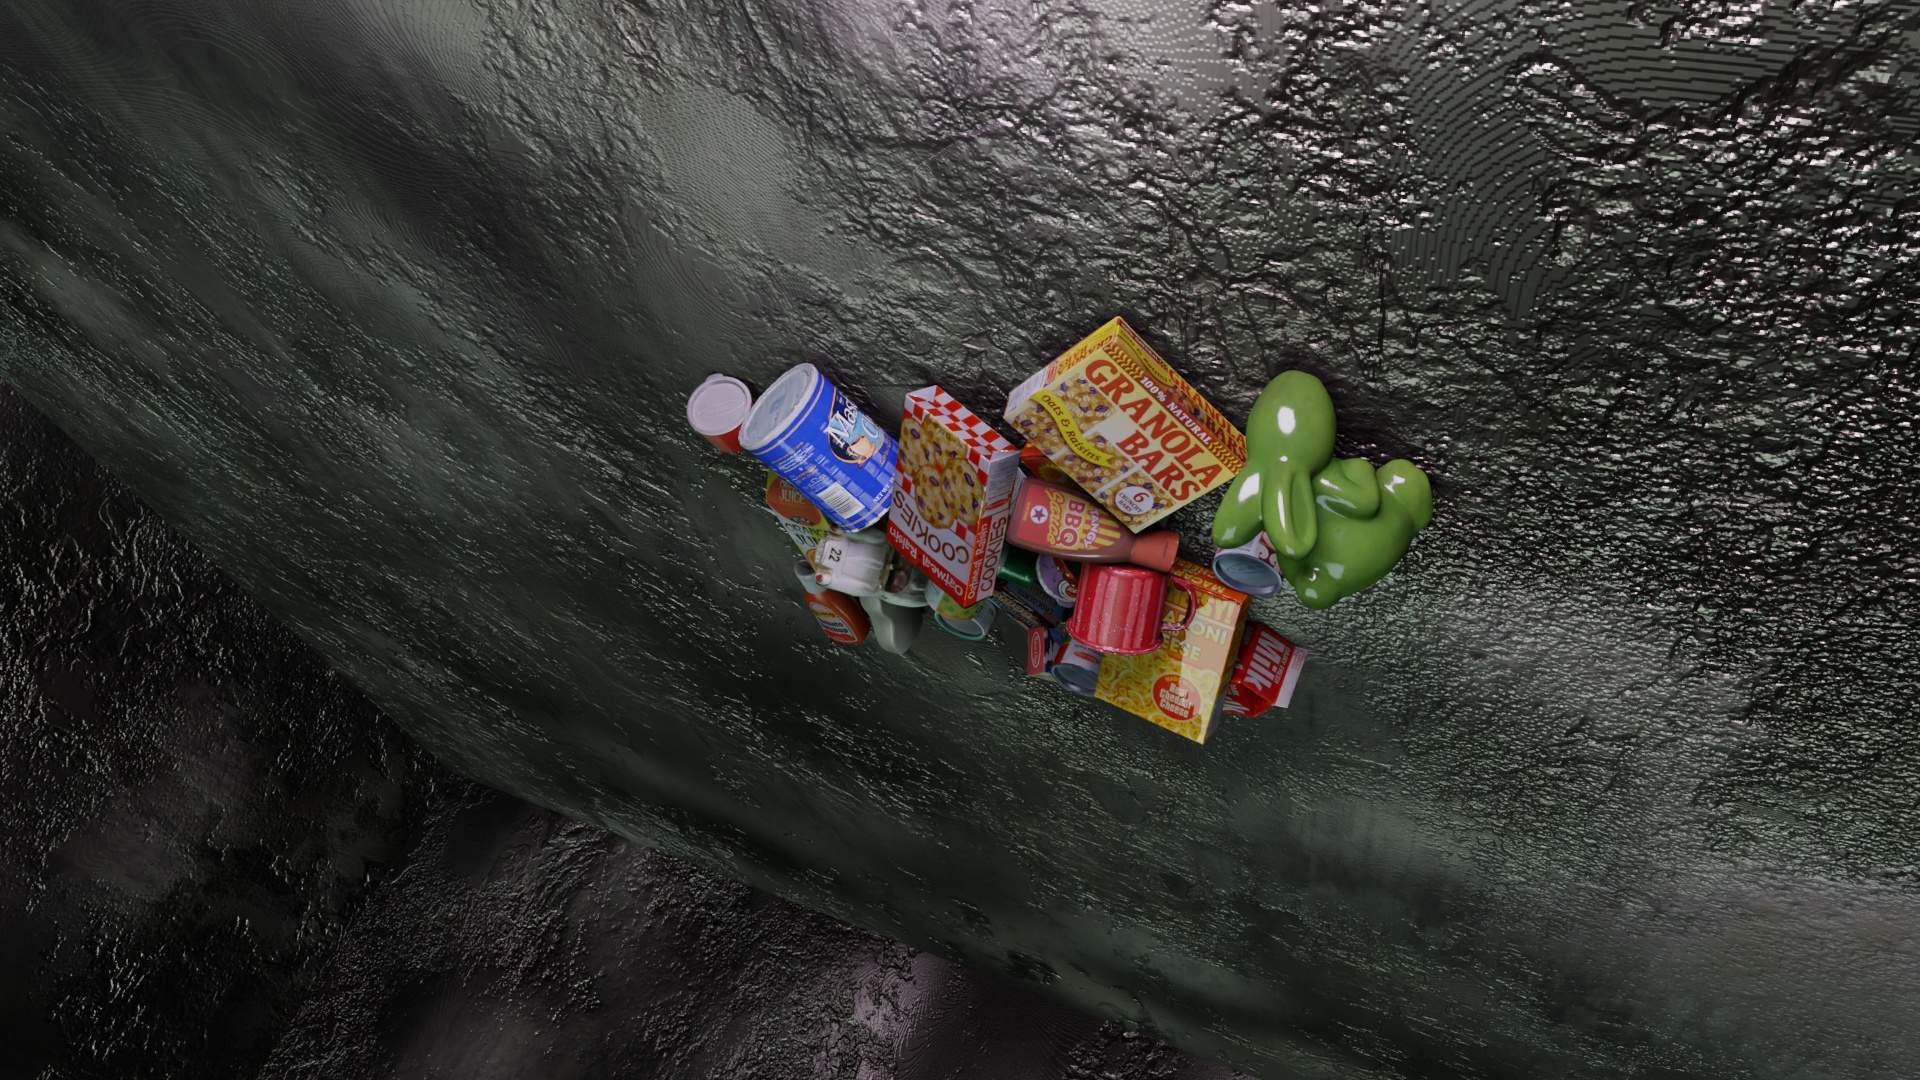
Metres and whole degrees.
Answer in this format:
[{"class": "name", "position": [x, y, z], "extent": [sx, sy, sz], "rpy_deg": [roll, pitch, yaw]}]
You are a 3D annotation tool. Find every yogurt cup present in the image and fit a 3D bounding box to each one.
[{"class": "yogurt cup", "position": [-0.240, -0.126, 1.424], "extent": [0.072, 0.072, 0.053], "rpy_deg": [16, 159, 19]}]

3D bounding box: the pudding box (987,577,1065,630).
[{"class": "pudding box", "position": [0.068, 0.064, 1.525], "extent": [0.083, 0.030, 0.049], "rpy_deg": [39, 151, -23]}]

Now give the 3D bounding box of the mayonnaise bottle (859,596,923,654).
[{"class": "mayonnaise bottle", "position": [-0.089, 0.069, 1.635], "extent": [0.041, 0.065, 0.147], "rpy_deg": [14, 146, 30]}]

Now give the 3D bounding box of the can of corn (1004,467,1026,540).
[{"class": "can of corn", "position": [0.034, -0.043, 1.329], "extent": [0.071, 0.071, 0.058], "rpy_deg": [-2, 141, 42]}]

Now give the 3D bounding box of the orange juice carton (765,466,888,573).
[{"class": "orange juice carton", "position": [-0.142, -0.033, 1.489], "extent": [0.072, 0.073, 0.192], "rpy_deg": [11, 148, 30]}]

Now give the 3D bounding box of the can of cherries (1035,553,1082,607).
[{"class": "can of cherries", "position": [0.116, 0.024, 1.371], "extent": [0.071, 0.072, 0.058], "rpy_deg": [31, 151, -9]}]

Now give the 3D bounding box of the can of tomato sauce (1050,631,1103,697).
[{"class": "can of tomato sauce", "position": [0.142, 0.117, 1.495], "extent": [0.071, 0.083, 0.071], "rpy_deg": [20, 152, 11]}]

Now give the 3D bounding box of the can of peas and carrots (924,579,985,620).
[{"class": "can of peas and carrots", "position": [0.003, 0.044, 1.487], "extent": [0.071, 0.071, 0.058], "rpy_deg": [25, 127, 2]}]

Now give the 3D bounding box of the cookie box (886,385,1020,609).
[{"class": "cookie box", "position": [-0.011, -0.039, 1.279], "extent": [0.123, 0.040, 0.166], "rpy_deg": [41, 136, 35]}]

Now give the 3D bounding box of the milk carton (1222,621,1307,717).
[{"class": "milk carton", "position": [0.254, 0.125, 1.427], "extent": [0.190, 0.072, 0.073], "rpy_deg": [9, 148, 32]}]

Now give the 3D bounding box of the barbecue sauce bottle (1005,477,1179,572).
[{"class": "barbecue sauce bottle", "position": [0.119, -0.008, 1.239], "extent": [0.148, 0.065, 0.043], "rpy_deg": [16, 176, 0]}]

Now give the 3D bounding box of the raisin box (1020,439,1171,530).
[{"class": "raisin box", "position": [0.125, -0.055, 1.261], "extent": [0.086, 0.040, 0.123], "rpy_deg": [-6, 138, 47]}]

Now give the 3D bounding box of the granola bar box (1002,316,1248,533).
[{"class": "granola bar box", "position": [0.137, -0.092, 1.146], "extent": [0.165, 0.039, 0.123], "rpy_deg": [39, 129, -24]}]

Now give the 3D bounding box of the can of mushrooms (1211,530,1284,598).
[{"class": "can of mushrooms", "position": [0.268, 0.021, 1.275], "extent": [0.071, 0.033, 0.070], "rpy_deg": [20, 151, 12]}]

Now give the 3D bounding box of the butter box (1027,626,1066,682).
[{"class": "butter box", "position": [0.111, 0.130, 1.538], "extent": [0.024, 0.053, 0.103], "rpy_deg": [-9, 162, 35]}]

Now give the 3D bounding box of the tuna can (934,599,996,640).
[{"class": "tuna can", "position": [0.004, 0.085, 1.612], "extent": [0.071, 0.033, 0.070], "rpy_deg": [20, 151, 11]}]

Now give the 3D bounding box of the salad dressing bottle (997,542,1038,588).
[{"class": "salad dressing bottle", "position": [0.011, 0.007, 1.447], "extent": [0.148, 0.064, 0.043], "rpy_deg": [22, 143, -9]}]

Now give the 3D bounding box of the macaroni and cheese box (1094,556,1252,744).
[{"class": "macaroni and cheese box", "position": [0.207, 0.102, 1.358], "extent": [0.124, 0.040, 0.165], "rpy_deg": [22, 121, 24]}]

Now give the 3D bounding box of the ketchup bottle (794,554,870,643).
[{"class": "ketchup bottle", "position": [-0.162, 0.071, 1.719], "extent": [0.065, 0.044, 0.148], "rpy_deg": [11, 148, 27]}]
